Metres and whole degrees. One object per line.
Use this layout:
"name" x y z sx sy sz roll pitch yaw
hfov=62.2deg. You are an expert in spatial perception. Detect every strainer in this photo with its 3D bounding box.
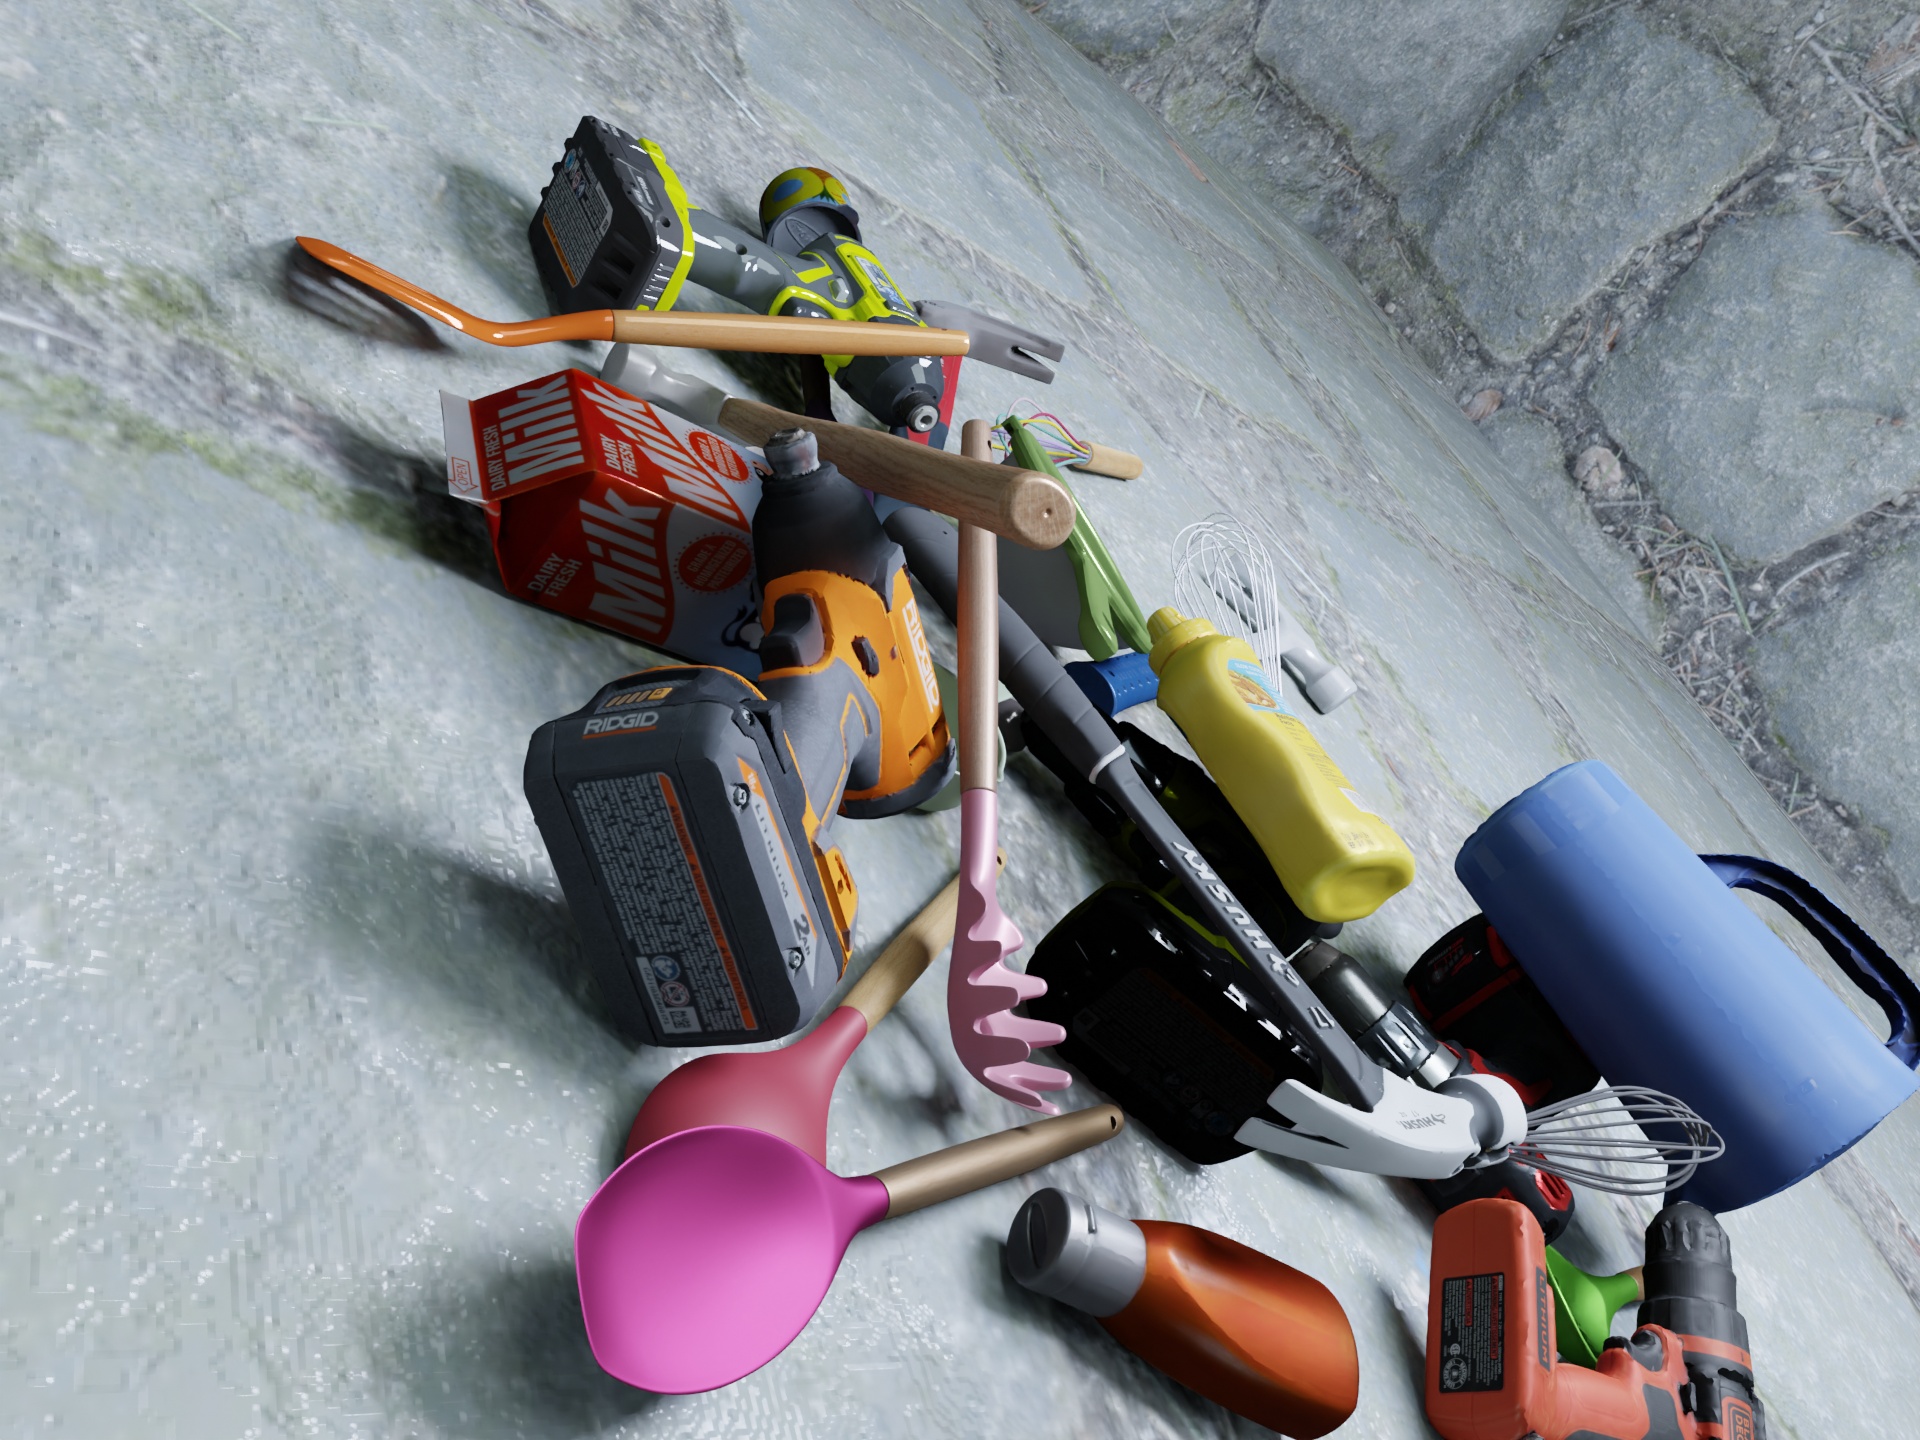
"strainer" 0.048 -0.071 0.882 0.151 0.069 0.256 56 13 -18

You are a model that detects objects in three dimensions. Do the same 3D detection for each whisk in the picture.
"whisk" 0.086 -0.204 1.204 0.051 0.047 0.245 53 24 18
"whisk" 0.190 0.000 0.998 0.070 0.070 0.285 10 61 -49
"whisk" 0.259 0.202 0.774 0.239 0.055 0.055 4 38 -10

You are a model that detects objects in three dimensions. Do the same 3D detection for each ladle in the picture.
"ladle" -0.033 0.107 0.614 0.069 0.031 0.315 52 25 -1

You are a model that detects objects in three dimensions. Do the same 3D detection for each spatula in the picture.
"spatula" -0.089 -0.200 0.963 0.059 0.018 0.316 -1 37 -7
"spatula" -0.142 -0.196 0.759 0.322 0.041 0.081 -3 22 -25

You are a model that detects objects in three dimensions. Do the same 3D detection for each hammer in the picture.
"hammer" 0.166 -0.046 1.100 0.144 0.035 0.405 52 27 13
"hammer" -0.011 -0.174 0.990 0.143 0.038 0.387 17 35 -6
"hammer" -0.051 -0.121 0.723 0.130 0.031 0.332 21 5 -35
"hammer" 0.070 0.032 0.699 0.149 0.036 0.409 9 34 -45

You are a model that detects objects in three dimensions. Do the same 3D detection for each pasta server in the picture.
"pasta server" 0.015 0.005 0.664 0.060 0.040 0.316 49 36 -58

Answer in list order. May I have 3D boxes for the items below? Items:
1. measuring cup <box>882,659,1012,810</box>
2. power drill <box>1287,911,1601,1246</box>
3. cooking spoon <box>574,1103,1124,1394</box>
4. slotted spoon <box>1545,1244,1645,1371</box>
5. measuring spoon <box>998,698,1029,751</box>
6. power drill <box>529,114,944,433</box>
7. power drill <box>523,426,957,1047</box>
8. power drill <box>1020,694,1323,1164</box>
"measuring cup" -0.001 -0.003 0.797 0.083 0.038 0.167 49 27 5
"power drill" 0.277 0.180 0.900 0.188 0.080 0.226 50 30 11
"cooking spoon" -0.016 0.158 0.538 0.318 0.017 0.069 8 66 -59
"slotted spoon" 0.387 0.323 0.905 0.313 0.031 0.070 15 46 -48
"measuring spoon" -0.005 -0.009 0.824 0.124 0.018 0.034 14 40 -45
"power drill" -0.114 -0.240 0.895 0.223 0.080 0.171 13 35 -39
"power drill" -0.069 -0.005 0.588 0.227 0.084 0.164 -61 140 -60
"power drill" 0.098 0.085 0.775 0.190 0.080 0.229 40 24 -10
